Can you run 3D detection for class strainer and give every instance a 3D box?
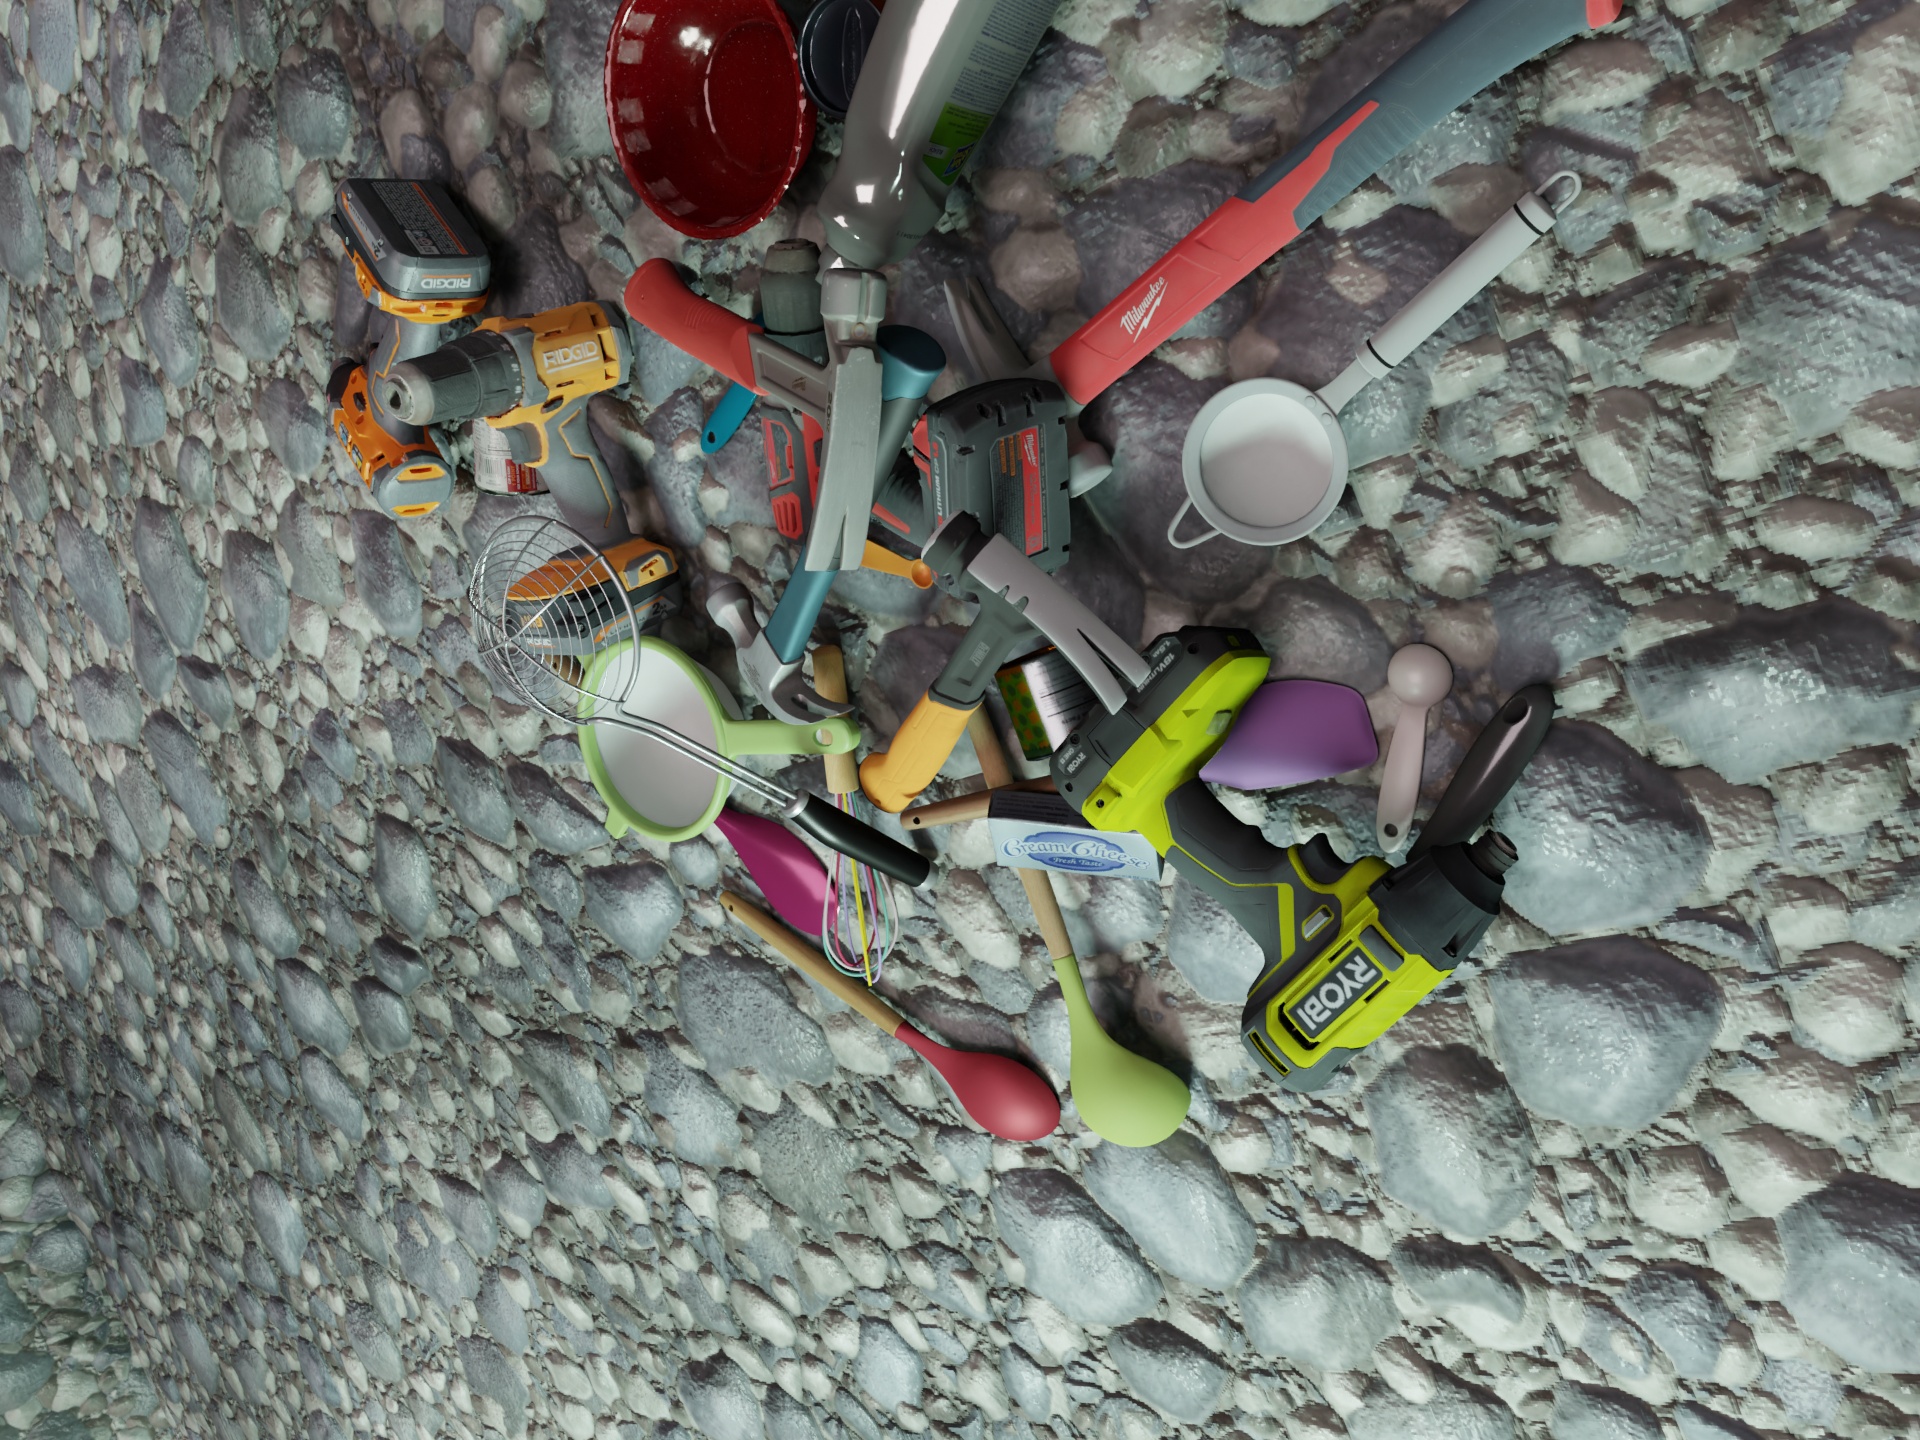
[{"bbox_3d":[-0.160,0.006,1.122,0.256,0.069,0.151,-1,102,35],"label":"strainer"},{"bbox_3d":[0.202,-0.174,0.791,0.087,0.050,0.258,50,124,3],"label":"strainer"}]

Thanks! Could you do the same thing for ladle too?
[{"bbox_3d":[-0.062,0.208,1.157,0.316,0.031,0.069,31,125,26],"label":"ladle"},{"bbox_3d":[0.064,0.123,1.022,0.078,0.062,0.320,-22,87,42],"label":"ladle"}]

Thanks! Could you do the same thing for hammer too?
[{"bbox_3d":[-0.001,-0.003,0.929,0.127,0.034,0.336,40,155,1],"label":"hammer"},{"bbox_3d":[0.147,-0.268,0.795,0.386,0.038,0.143,-34,85,41],"label":"hammer"},{"bbox_3d":[-0.130,-0.206,0.921,0.359,0.036,0.149,39,127,55],"label":"hammer"},{"bbox_3d":[-0.077,-0.107,0.919,0.128,0.033,0.331,58,148,17],"label":"hammer"}]

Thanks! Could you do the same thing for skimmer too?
[{"bbox_3d":[-0.147,0.002,1.009,0.363,0.090,0.127,32,137,-33],"label":"skimmer"}]

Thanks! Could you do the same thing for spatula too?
[{"bbox_3d":[0.093,0.031,0.950,0.316,0.018,0.060,-15,97,32],"label":"spatula"}]

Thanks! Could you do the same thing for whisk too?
[{"bbox_3d":[0.250,0.079,0.851,0.055,0.055,0.238,36,122,21],"label":"whisk"},{"bbox_3d":[-0.080,0.068,1.106,0.051,0.047,0.245,0,104,25],"label":"whisk"}]

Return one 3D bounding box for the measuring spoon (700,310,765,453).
[{"bbox_3d":[-0.146,-0.219,1.049,0.042,0.021,0.128,51,129,9],"label":"measuring spoon"}]

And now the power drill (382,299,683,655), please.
[{"bbox_3d":[-0.286,-0.159,1.077,0.084,0.185,0.226,3,113,35],"label":"power drill"}]

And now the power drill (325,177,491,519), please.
[{"bbox_3d":[-0.429,-0.287,1.197,0.164,0.084,0.226,51,135,28],"label":"power drill"}]

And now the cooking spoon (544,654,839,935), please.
[{"bbox_3d":[-0.209,0.048,1.208,0.319,0.017,0.068,42,127,16],"label":"cooking spoon"}]

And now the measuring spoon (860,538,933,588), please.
[{"bbox_3d":[-0.059,-0.111,1.037,0.117,0.011,0.021,23,121,33],"label":"measuring spoon"}]

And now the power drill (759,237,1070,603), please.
[{"bbox_3d":[-0.042,-0.175,0.926,0.227,0.080,0.187,26,129,44],"label":"power drill"}]

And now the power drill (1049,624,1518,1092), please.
[{"bbox_3d":[0.168,0.060,0.844,0.223,0.080,0.171,50,116,21],"label":"power drill"}]

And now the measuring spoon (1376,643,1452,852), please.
[{"bbox_3d":[0.237,0.019,0.854,0.034,0.018,0.124,18,119,31],"label":"measuring spoon"}]
